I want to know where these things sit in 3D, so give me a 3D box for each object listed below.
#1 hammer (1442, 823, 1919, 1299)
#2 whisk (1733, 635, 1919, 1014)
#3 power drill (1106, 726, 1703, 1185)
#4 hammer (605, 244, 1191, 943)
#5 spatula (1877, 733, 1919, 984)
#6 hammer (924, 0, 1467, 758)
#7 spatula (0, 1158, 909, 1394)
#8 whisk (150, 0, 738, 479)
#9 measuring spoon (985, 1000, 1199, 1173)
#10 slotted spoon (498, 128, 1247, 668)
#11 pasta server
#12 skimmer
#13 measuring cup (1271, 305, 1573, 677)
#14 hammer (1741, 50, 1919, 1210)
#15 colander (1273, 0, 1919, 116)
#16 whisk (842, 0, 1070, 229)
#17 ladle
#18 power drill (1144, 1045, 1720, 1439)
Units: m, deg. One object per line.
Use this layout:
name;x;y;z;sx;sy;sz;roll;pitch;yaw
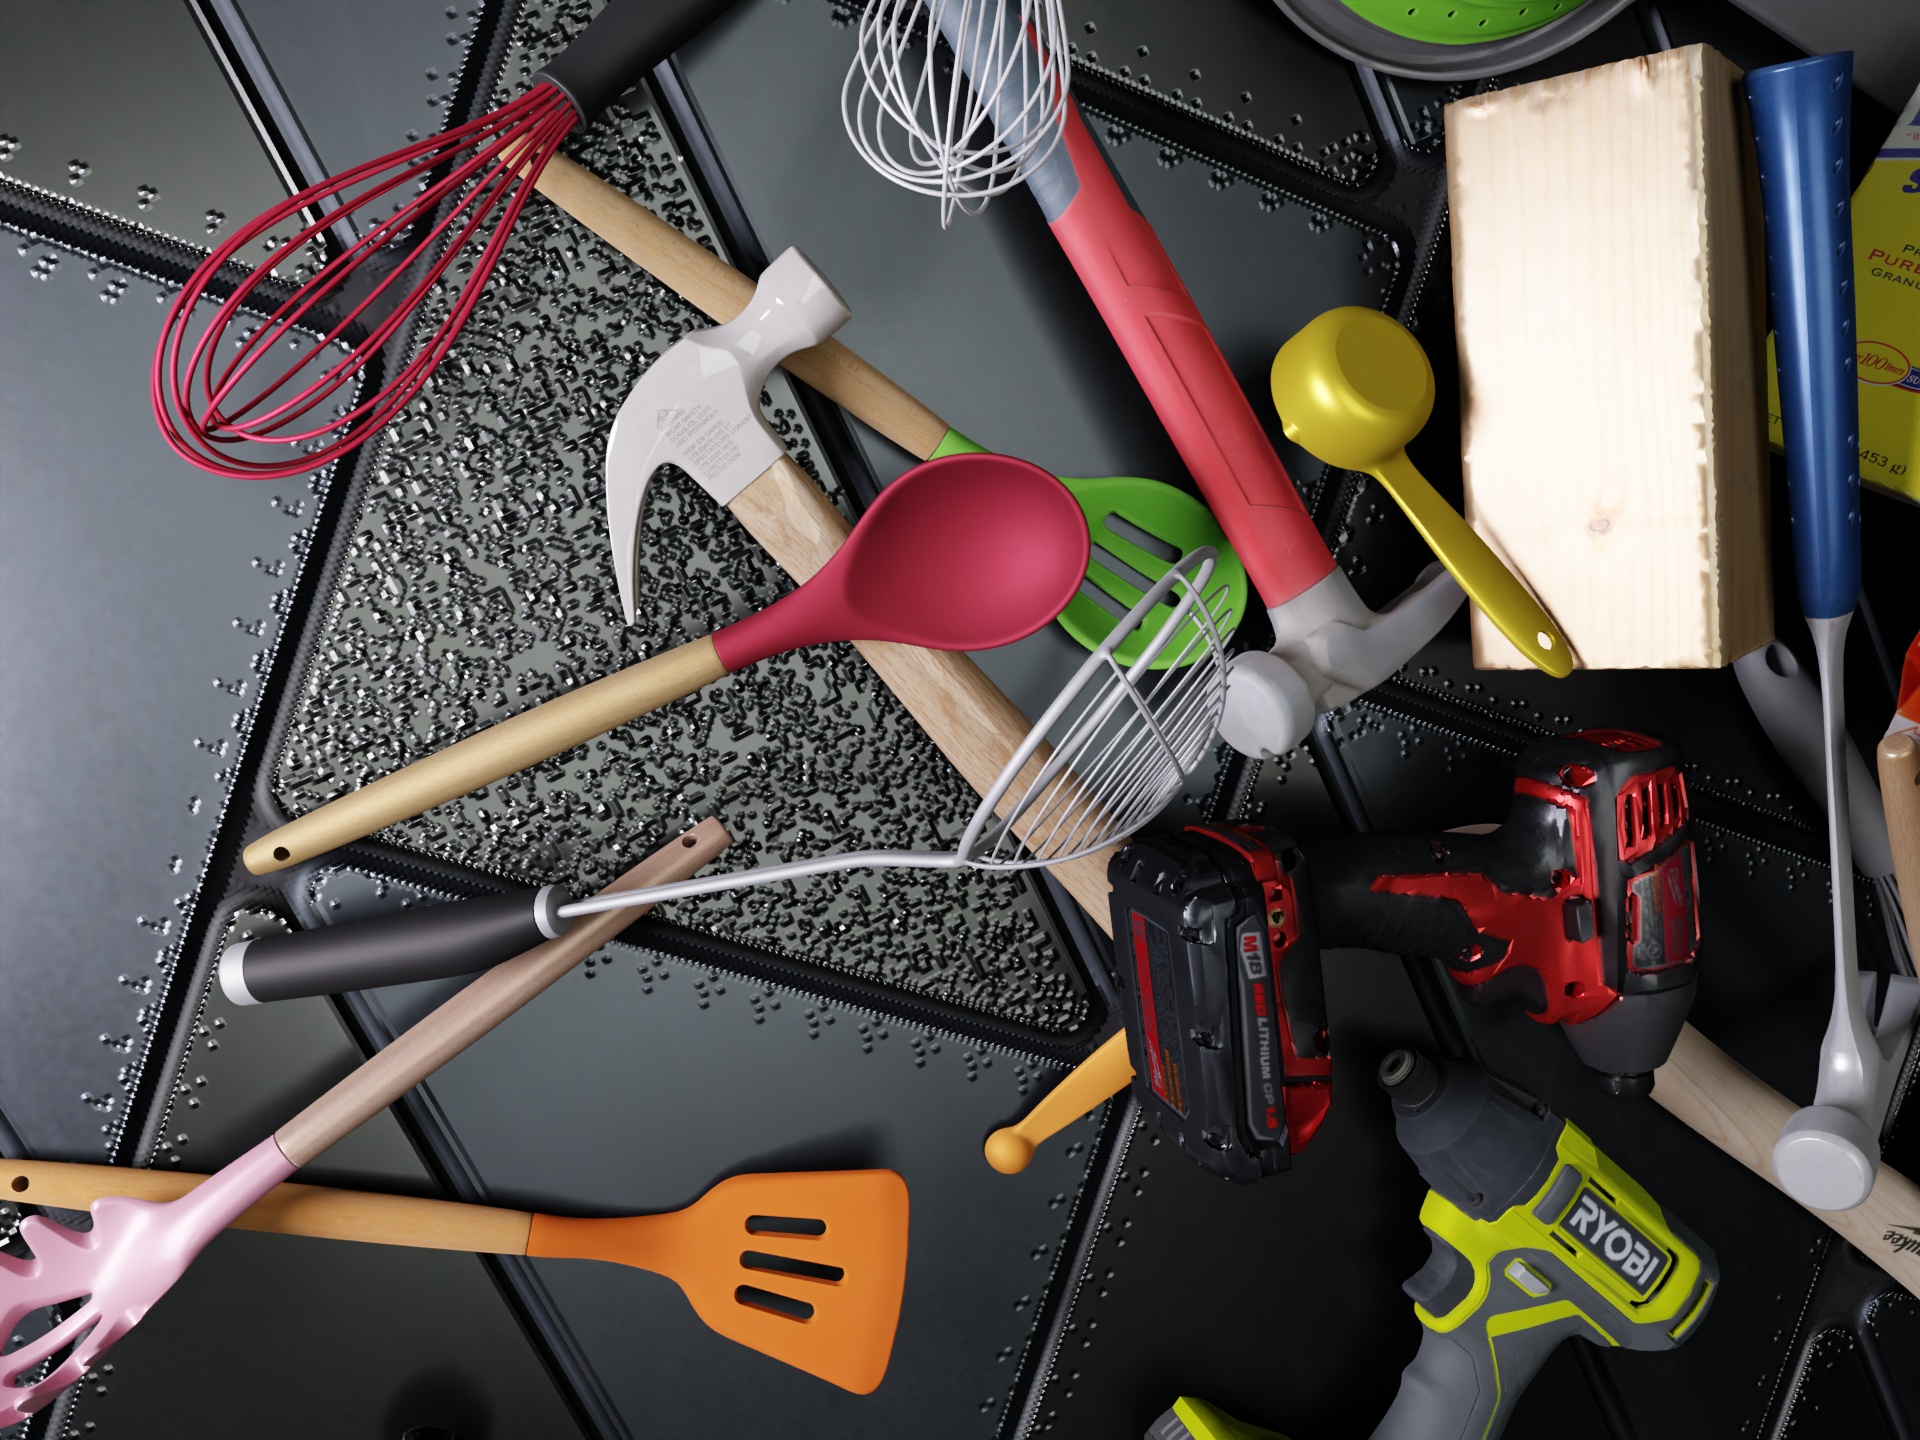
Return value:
hammer;0.343;0.185;0.690;0.410;0.038;0.146;36;89;-13
whisk;0.401;0.058;0.685;0.055;0.055;0.239;-37;98;-6
power drill;0.174;0.089;0.588;0.219;0.078;0.143;-11;100;-15
hammer;-0.001;-0.002;0.588;0.130;0.031;0.331;-39;106;8
spatula;0.405;0.122;0.629;0.082;0.044;0.317;-42;123;-14
hammer;0.061;-0.184;0.578;0.143;0.038;0.386;-34;97;-32
spatula;-0.180;0.184;0.574;0.322;0.041;0.081;10;82;-12
whisk;-0.144;-0.189;0.518;0.073;0.073;0.296;43;73;-13
measuring spoon;0.056;0.141;0.620;0.117;0.011;0.021;-41;108;11
slotted spoon;-0.028;-0.118;0.582;0.313;0.031;0.070;33;88;-12
pasta server;-0.211;0.129;0.547;0.316;0.040;0.060;-37;62;-14
skimmer;-0.084;0.024;0.533;0.363;0.127;0.090;-12;86;9
measuring cup;0.172;-0.082;0.563;0.062;0.029;0.156;-35;84;-29
hammer;0.324;-0.032;0.592;0.144;0.035;0.405;-27;111;-48
colander;0.267;-0.293;0.565;0.396;0.095;0.204;18;117;-22
whisk;0.013;-0.284;0.517;0.070;0.070;0.285;13;69;-13
ladle;-0.105;-0.011;0.546;0.315;0.031;0.069;-23;109;5
power drill;0.184;0.255;0.645;0.171;0.080;0.223;40;83;-14
